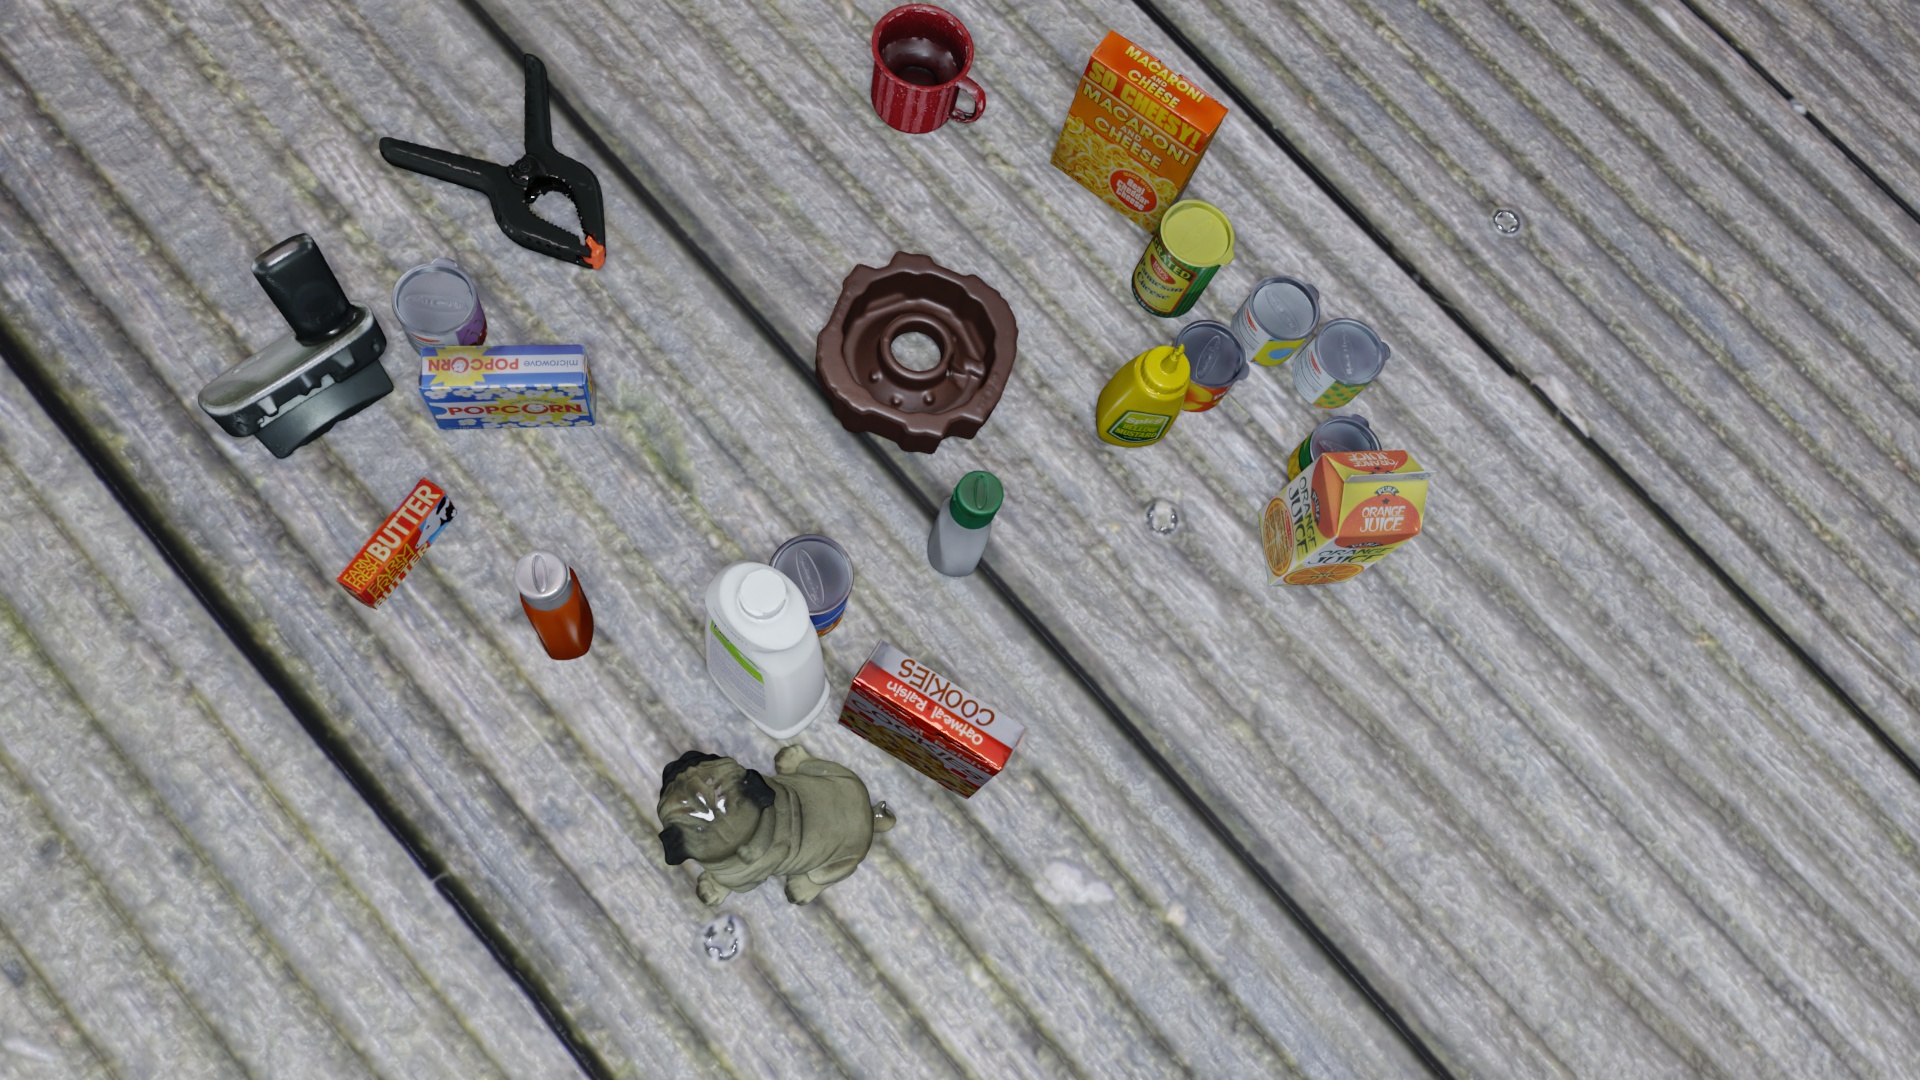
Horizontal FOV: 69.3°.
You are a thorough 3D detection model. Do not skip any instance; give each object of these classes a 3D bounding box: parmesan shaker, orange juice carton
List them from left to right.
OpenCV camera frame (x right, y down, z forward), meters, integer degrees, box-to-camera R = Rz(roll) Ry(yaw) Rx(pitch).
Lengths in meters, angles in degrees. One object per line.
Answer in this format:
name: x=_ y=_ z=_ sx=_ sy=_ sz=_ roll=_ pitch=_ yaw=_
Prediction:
parmesan shaker: x=0.199 y=-0.248 z=1.246 sx=0.071 sy=0.102 sz=0.071 roll=3 pitch=72 yaw=-8
orange juice carton: x=0.315 y=-0.022 z=1.142 sx=0.072 sy=0.192 sz=0.073 roll=-2 pitch=73 yaw=-10

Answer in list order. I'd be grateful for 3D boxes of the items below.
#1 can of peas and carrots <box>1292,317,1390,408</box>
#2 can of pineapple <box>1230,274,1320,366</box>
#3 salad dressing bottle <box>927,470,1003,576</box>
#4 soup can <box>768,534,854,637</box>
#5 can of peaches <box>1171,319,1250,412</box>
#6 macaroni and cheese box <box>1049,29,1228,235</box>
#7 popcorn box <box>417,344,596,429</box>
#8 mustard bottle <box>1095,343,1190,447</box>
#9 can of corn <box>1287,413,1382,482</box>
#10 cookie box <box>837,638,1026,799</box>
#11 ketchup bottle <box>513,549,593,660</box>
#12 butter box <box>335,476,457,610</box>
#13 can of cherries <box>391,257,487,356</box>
can of peas and carrots: x=0.345 y=-0.161 z=1.264 sx=0.071 sy=0.058 sz=0.071 roll=3 pitch=72 yaw=-8
can of pineapple: x=0.288 y=-0.200 z=1.268 sx=0.071 sy=0.057 sz=0.071 roll=3 pitch=72 yaw=-8
salad dressing bottle: x=0.004 y=-0.014 z=1.113 sx=0.044 sy=0.147 sz=0.064 roll=5 pitch=72 yaw=-7
soup can: x=-0.124 y=0.039 z=1.109 sx=0.071 sy=0.083 sz=0.071 roll=3 pitch=72 yaw=-8
can of peaches: x=0.217 y=-0.154 z=1.242 sx=0.071 sy=0.058 sz=0.071 roll=3 pitch=72 yaw=-8
macaroni and cheese box: x=0.156 y=-0.362 z=1.243 sx=0.124 sy=0.166 sz=0.040 roll=36 pitch=71 yaw=3
popcorn box: x=-0.363 y=-0.123 z=1.124 sx=0.127 sy=0.085 sz=0.038 roll=-2 pitch=73 yaw=-10
mustard bottle: x=0.159 y=-0.126 z=1.169 sx=0.065 sy=0.159 sz=0.049 roll=6 pitch=72 yaw=-7
can of corn: x=0.332 y=-0.071 z=1.233 sx=0.071 sy=0.058 sz=0.071 roll=3 pitch=72 yaw=-8
cookie box: x=-0.027 y=0.140 z=1.047 sx=0.123 sy=0.167 sz=0.040 roll=31 pitch=70 yaw=2
ketchup bottle: x=-0.305 y=0.045 z=1.044 sx=0.043 sy=0.148 sz=0.065 roll=-10 pitch=74 yaw=-12
butter box: x=-0.439 y=0.003 z=1.086 sx=0.024 sy=0.053 sz=0.104 roll=33 pitch=70 yaw=2
can of cherries: x=-0.428 y=-0.189 z=1.149 sx=0.071 sy=0.058 sz=0.071 roll=3 pitch=72 yaw=-8
